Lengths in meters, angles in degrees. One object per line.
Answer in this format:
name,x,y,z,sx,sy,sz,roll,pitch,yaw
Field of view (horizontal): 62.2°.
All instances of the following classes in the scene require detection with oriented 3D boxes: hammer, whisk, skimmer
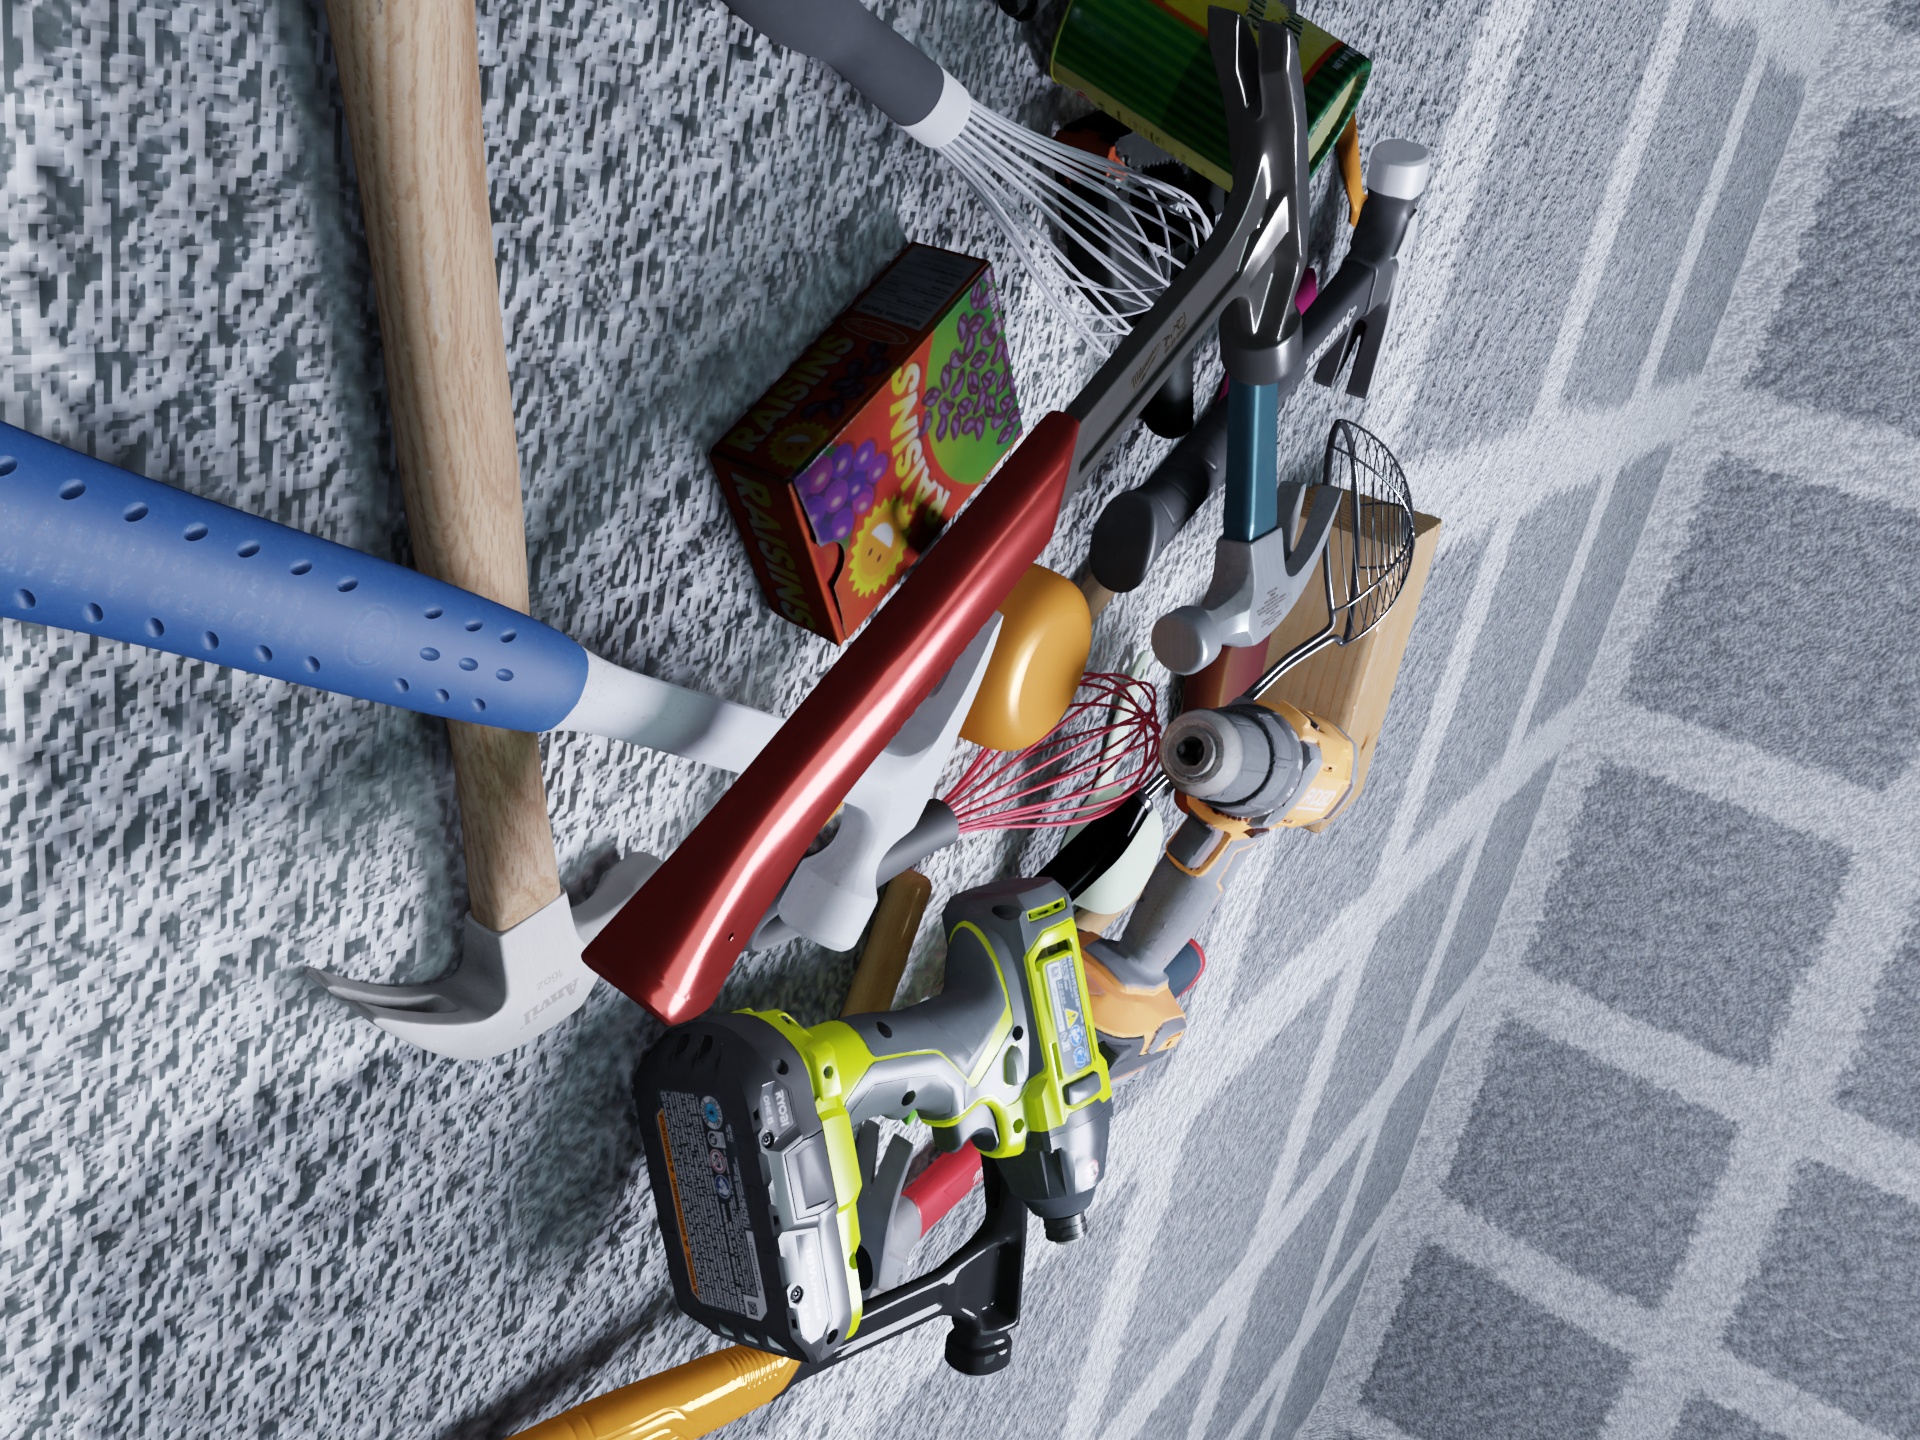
hammer,-0.095,0.282,0.696,0.336,0.034,0.127,-7,106,-44
whisk,0.009,-0.191,0.538,0.284,0.070,0.070,17,96,-52
hammer,0.129,-0.193,0.698,0.128,0.033,0.330,-28,124,-45
skimmer,0.125,-0.015,0.892,0.363,0.090,0.127,-44,147,-4
whisk,-0.062,0.188,0.755,0.047,0.051,0.245,18,92,-58
hammer,-0.103,-0.013,0.445,0.144,0.035,0.405,-62,153,3
hammer,0.158,-0.168,0.824,0.335,0.035,0.146,-49,154,-37
hammer,-0.138,-0.035,0.447,0.130,0.031,0.331,-37,141,-44
whisk,0.003,0.040,0.741,0.296,0.073,0.073,-25,133,-43
hammer,0.007,-0.059,0.508,0.359,0.037,0.149,-51,151,-18
hammer,0.056,0.217,0.995,0.386,0.038,0.143,-31,135,-49

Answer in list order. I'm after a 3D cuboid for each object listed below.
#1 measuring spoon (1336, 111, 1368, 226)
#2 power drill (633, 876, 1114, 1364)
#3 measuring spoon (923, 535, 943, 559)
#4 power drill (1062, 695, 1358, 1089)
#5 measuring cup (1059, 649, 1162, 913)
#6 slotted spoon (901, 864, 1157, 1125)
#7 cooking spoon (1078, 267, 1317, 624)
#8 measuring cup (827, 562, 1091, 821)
measuring spoon,0.224,-0.319,0.900,0.021,0.011,0.116,-61,153,-11
power drill,-0.020,0.176,0.692,0.223,0.080,0.171,-13,94,-46
measuring spoon,-0.006,-0.068,0.627,0.034,0.018,0.124,-50,179,0
power drill,0.103,0.085,0.808,0.226,0.084,0.185,-55,154,13
measuring cup,0.100,0.040,0.930,0.083,0.038,0.167,-26,135,-52
slotted spoon,0.045,0.143,0.930,0.314,0.031,0.070,-28,140,-54
cooking spoon,0.123,-0.137,0.855,0.319,0.017,0.068,-53,150,-27
measuring cup,-0.001,-0.002,0.697,0.174,0.052,0.095,-51,149,-32
